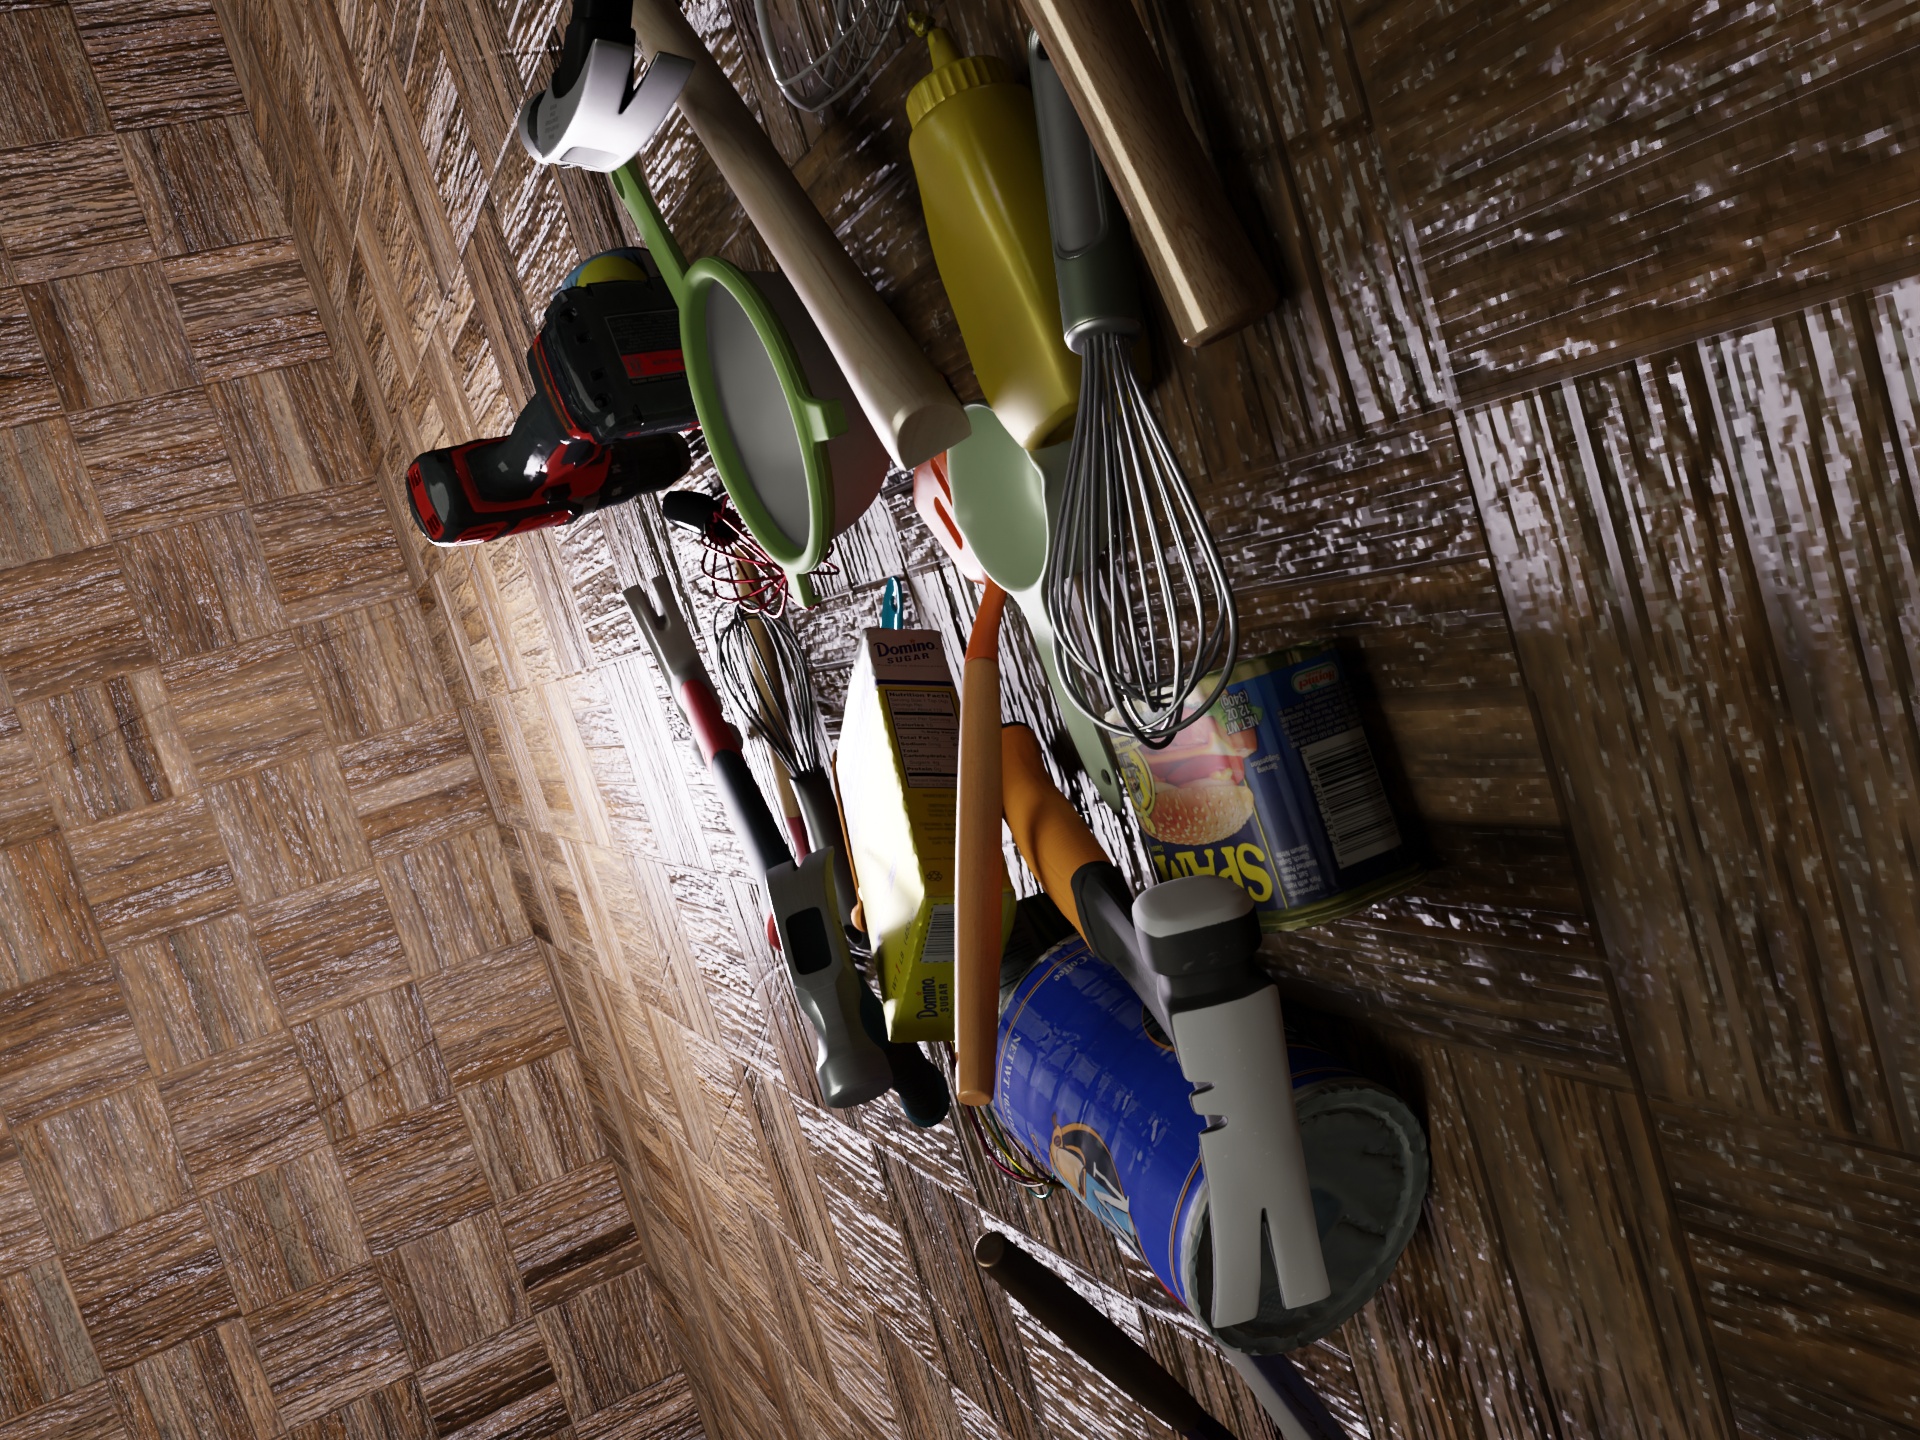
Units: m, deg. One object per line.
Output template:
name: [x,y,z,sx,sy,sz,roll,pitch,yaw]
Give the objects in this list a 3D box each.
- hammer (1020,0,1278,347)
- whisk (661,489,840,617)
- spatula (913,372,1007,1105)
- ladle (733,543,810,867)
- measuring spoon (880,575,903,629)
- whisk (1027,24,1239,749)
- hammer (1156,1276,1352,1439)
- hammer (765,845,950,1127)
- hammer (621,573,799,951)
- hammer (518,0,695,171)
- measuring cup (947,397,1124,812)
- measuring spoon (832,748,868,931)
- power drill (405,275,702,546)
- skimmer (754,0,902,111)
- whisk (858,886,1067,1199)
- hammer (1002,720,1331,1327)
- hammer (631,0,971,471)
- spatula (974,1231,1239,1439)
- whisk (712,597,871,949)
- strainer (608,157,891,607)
hammer: [0.006,-0.263,0.461,0.031,0.130,0.331,-21,97,52]
whisk: [-0.135,-0.112,0.932,0.296,0.073,0.073,-147,43,-65]
spatula: [-0.001,-0.002,0.635,0.081,0.041,0.323,105,169,-53]
ladle: [-0.112,0.037,1.046,0.069,0.031,0.315,26,130,59]
measuring spoon: [-0.030,-0.017,0.838,0.042,0.021,0.128,40,134,51]
whisk: [0.045,-0.111,0.491,0.058,0.059,0.246,-13,76,29]
hammer: [0.098,0.224,0.661,0.036,0.149,0.359,-61,25,6]
hammer: [-0.042,0.161,0.817,0.330,0.033,0.128,73,177,-65]
hammer: [-0.143,0.024,0.968,0.387,0.038,0.143,-132,19,-63]
hammer: [-0.117,-0.375,0.575,0.146,0.035,0.334,31,115,60]
measuring cup: [0.044,-0.048,0.616,0.083,0.038,0.167,-13,99,67]
measuring spoon: [-0.069,0.074,0.972,0.011,0.021,0.117,-4,103,23]
power drill: [-0.203,-0.174,0.936,0.226,0.188,0.080,-24,87,48]
skimmer: [-0.119,-0.354,0.664,0.364,0.090,0.127,45,149,45]
whisk: [0.001,0.169,0.885,0.245,0.047,0.051,-128,27,-45]
hammer: [0.049,0.068,0.570,0.337,0.034,0.127,-123,19,-74]
hammer: [-0.103,-0.258,0.676,0.411,0.038,0.146,59,179,32]
spatula: [0.083,0.275,0.645,0.060,0.018,0.315,42,172,49]
whisk: [-0.097,0.035,0.985,0.055,0.055,0.239,8,119,64]
strainer: [-0.096,-0.193,0.769,0.257,0.069,0.151,61,159,21]
